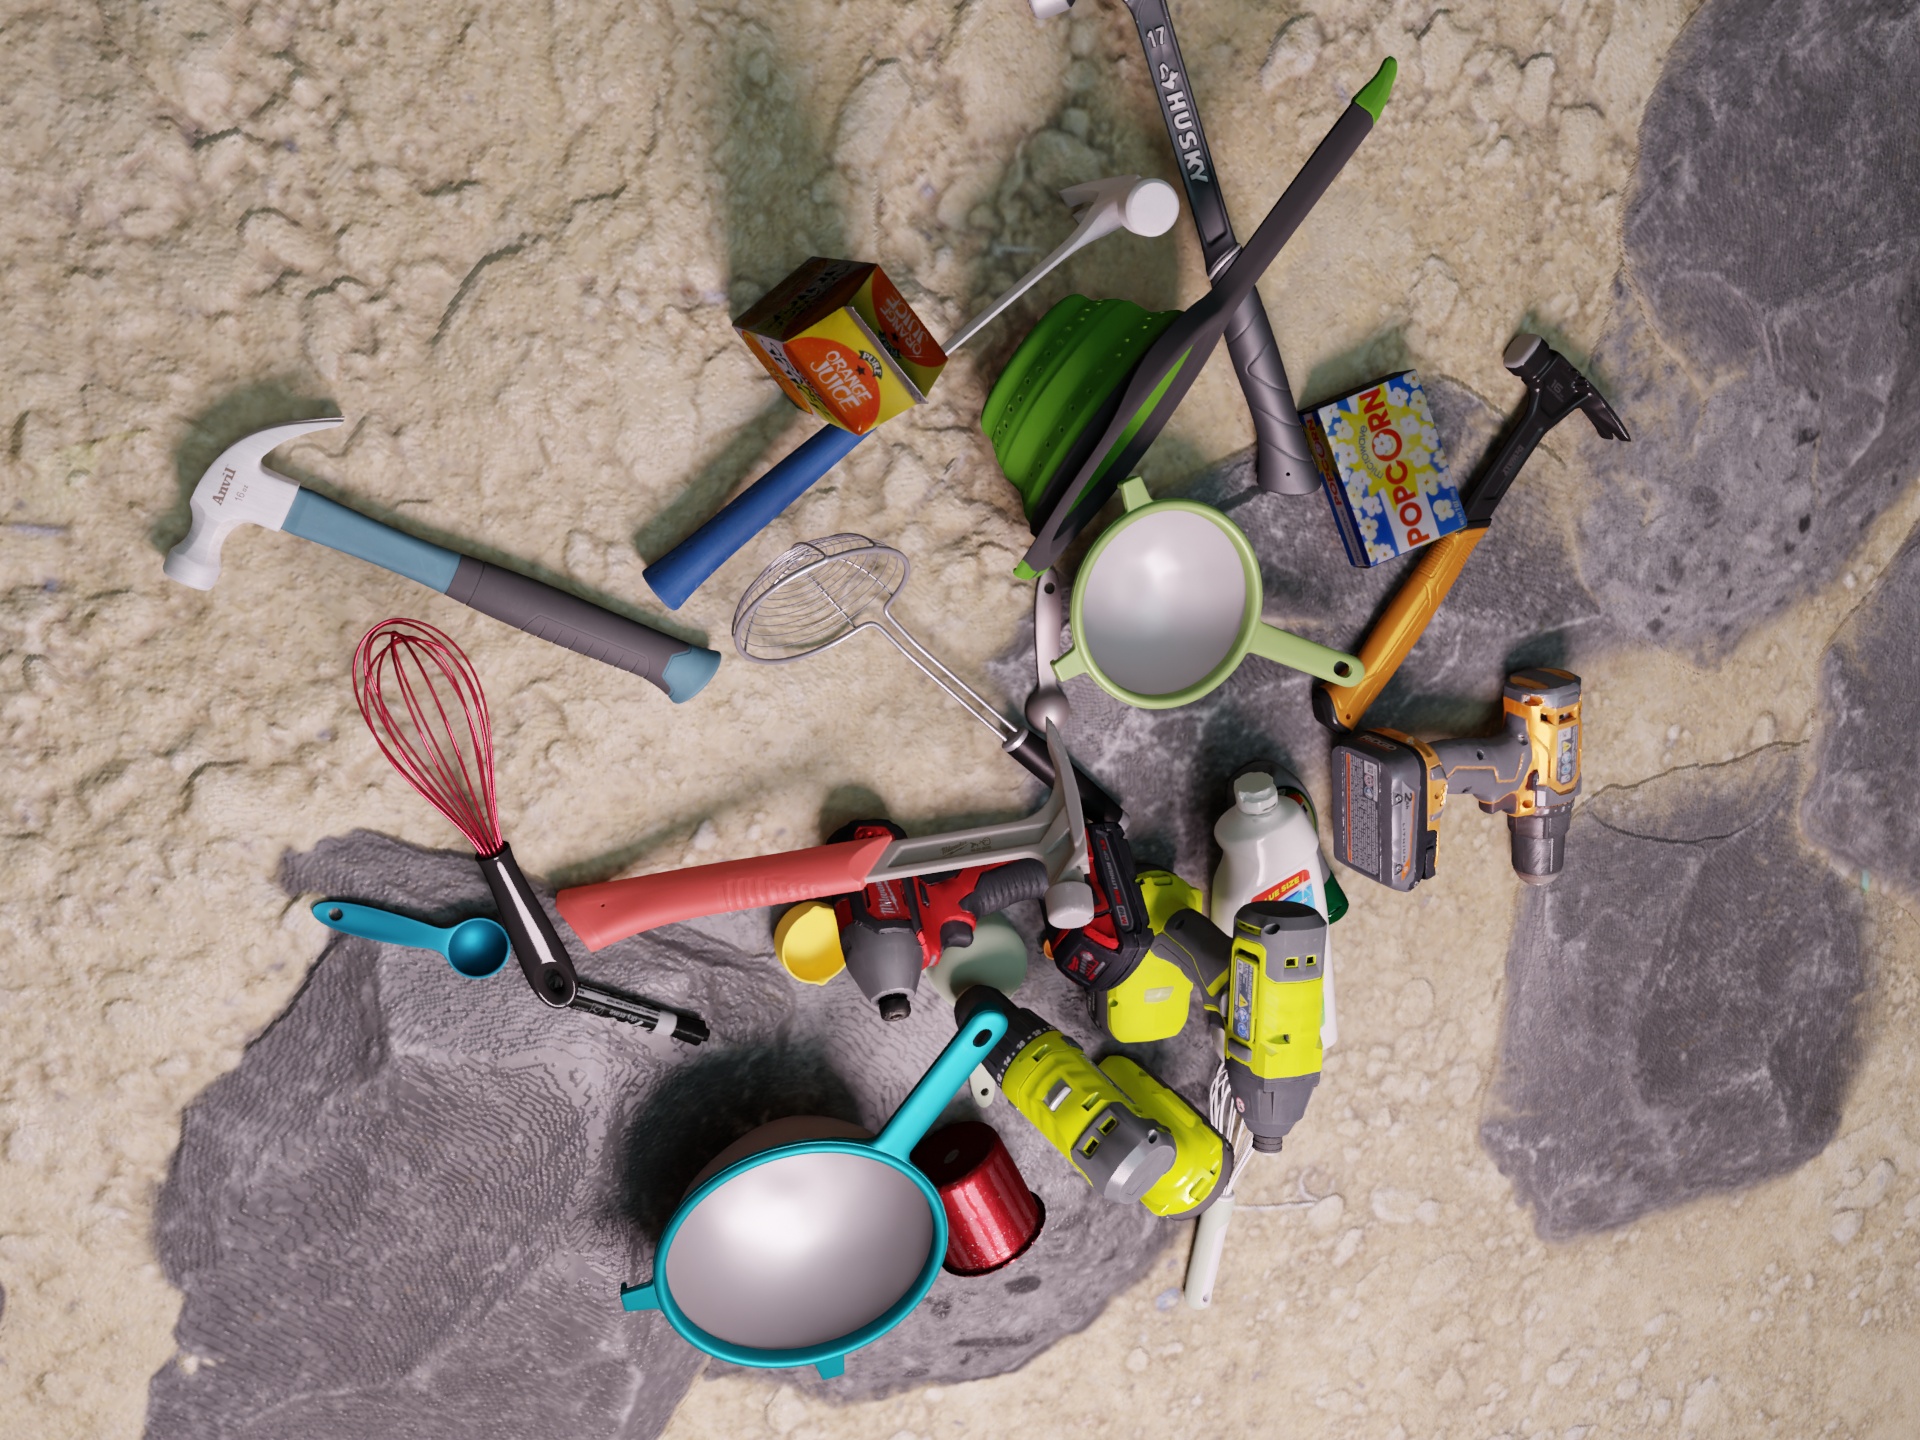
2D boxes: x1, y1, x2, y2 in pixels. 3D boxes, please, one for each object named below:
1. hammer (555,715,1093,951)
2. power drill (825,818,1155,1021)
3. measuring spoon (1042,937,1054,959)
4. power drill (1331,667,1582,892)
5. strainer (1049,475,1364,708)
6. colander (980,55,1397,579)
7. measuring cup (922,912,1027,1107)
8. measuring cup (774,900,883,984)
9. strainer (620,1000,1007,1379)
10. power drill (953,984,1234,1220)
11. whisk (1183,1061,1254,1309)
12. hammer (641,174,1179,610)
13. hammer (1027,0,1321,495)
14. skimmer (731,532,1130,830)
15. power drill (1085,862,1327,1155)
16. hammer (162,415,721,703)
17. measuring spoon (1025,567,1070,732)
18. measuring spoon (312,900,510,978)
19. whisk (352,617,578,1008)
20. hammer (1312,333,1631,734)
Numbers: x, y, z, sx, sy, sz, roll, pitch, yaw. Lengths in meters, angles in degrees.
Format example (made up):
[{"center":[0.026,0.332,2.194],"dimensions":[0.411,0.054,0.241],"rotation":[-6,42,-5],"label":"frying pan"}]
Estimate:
[{"center":[-0.094,0.093,1.079],"dimensions":[0.359,0.149,0.036],"rotation":[-9,149,2],"label":"hammer"},{"center":[0.018,0.140,1.133],"dimensions":[0.219,0.143,0.078],"rotation":[0,147,-21],"label":"power drill"},{"center":[0.115,0.178,1.252],"dimensions":[0.116,0.011,0.021],"rotation":[4,96,-25],"label":"measuring spoon"},{"center":[0.412,0.069,1.289],"dimensions":[0.226,0.084,0.185],"rotation":[-16,113,-25],"label":"power drill"},{"center":[0.182,-0.074,1.170],"dimensions":[0.256,0.069,0.151],"rotation":[17,97,-25],"label":"strainer"},{"center":[0.128,-0.276,1.036],"dimensions":[0.094,0.204,0.397],"rotation":[38,102,5],"label":"colander"},{"center":[0.018,0.227,1.211],"dimensions":[0.083,0.038,0.167],"rotation":[-10,107,-18],"label":"measuring cup"},{"center":[-0.065,0.148,1.171],"dimensions":[0.156,0.029,0.062],"rotation":[-14,110,-29],"label":"measuring cup"},{"center":[-0.084,0.314,1.151],"dimensions":[0.210,0.095,0.340],"rotation":[31,104,-26],"label":"strainer"},{"center":[0.099,0.283,1.177],"dimensions":[0.080,0.191,0.228],"rotation":[-50,144,-1],"label":"power drill"},{"center":[0.221,0.390,1.334],"dimensions":[0.057,0.059,0.246],"rotation":[-11,116,-47],"label":"whisk"},{"center":[-0.042,-0.214,1.032],"dimensions":[0.405,0.144,0.035],"rotation":[-39,113,4],"label":"hammer"},{"center":[0.180,-0.336,1.088],"dimensions":[0.149,0.036,0.408],"rotation":[-15,119,18],"label":"hammer"},{"center":[-0.002,-0.004,1.109],"dimensions":[0.127,0.090,0.363],"rotation":[-38,120,23],"label":"skimmer"},{"center":[0.177,0.199,1.152],"dimensions":[0.080,0.223,0.171],"rotation":[-2,99,-24],"label":"power drill"},{"center":[-0.307,-0.086,1.002],"dimensions":[0.330,0.033,0.128],"rotation":[23,97,-25],"label":"hammer"},{"center":[0.066,-0.049,1.161],"dimensions":[0.034,0.018,0.124],"rotation":[-6,107,-19],"label":"measuring spoon"},{"center":[-0.364,0.139,1.059],"dimensions":[0.128,0.021,0.042],"rotation":[17,92,-15],"label":"measuring spoon"},{"center":[-0.306,0.067,1.017],"dimensions":[0.073,0.073,0.295],"rotation":[-23,117,-13],"label":"whisk"},{"center":[0.390,-0.130,1.251],"dimensions":[0.127,0.034,0.337],"rotation":[34,92,-24],"label":"hammer"}]
